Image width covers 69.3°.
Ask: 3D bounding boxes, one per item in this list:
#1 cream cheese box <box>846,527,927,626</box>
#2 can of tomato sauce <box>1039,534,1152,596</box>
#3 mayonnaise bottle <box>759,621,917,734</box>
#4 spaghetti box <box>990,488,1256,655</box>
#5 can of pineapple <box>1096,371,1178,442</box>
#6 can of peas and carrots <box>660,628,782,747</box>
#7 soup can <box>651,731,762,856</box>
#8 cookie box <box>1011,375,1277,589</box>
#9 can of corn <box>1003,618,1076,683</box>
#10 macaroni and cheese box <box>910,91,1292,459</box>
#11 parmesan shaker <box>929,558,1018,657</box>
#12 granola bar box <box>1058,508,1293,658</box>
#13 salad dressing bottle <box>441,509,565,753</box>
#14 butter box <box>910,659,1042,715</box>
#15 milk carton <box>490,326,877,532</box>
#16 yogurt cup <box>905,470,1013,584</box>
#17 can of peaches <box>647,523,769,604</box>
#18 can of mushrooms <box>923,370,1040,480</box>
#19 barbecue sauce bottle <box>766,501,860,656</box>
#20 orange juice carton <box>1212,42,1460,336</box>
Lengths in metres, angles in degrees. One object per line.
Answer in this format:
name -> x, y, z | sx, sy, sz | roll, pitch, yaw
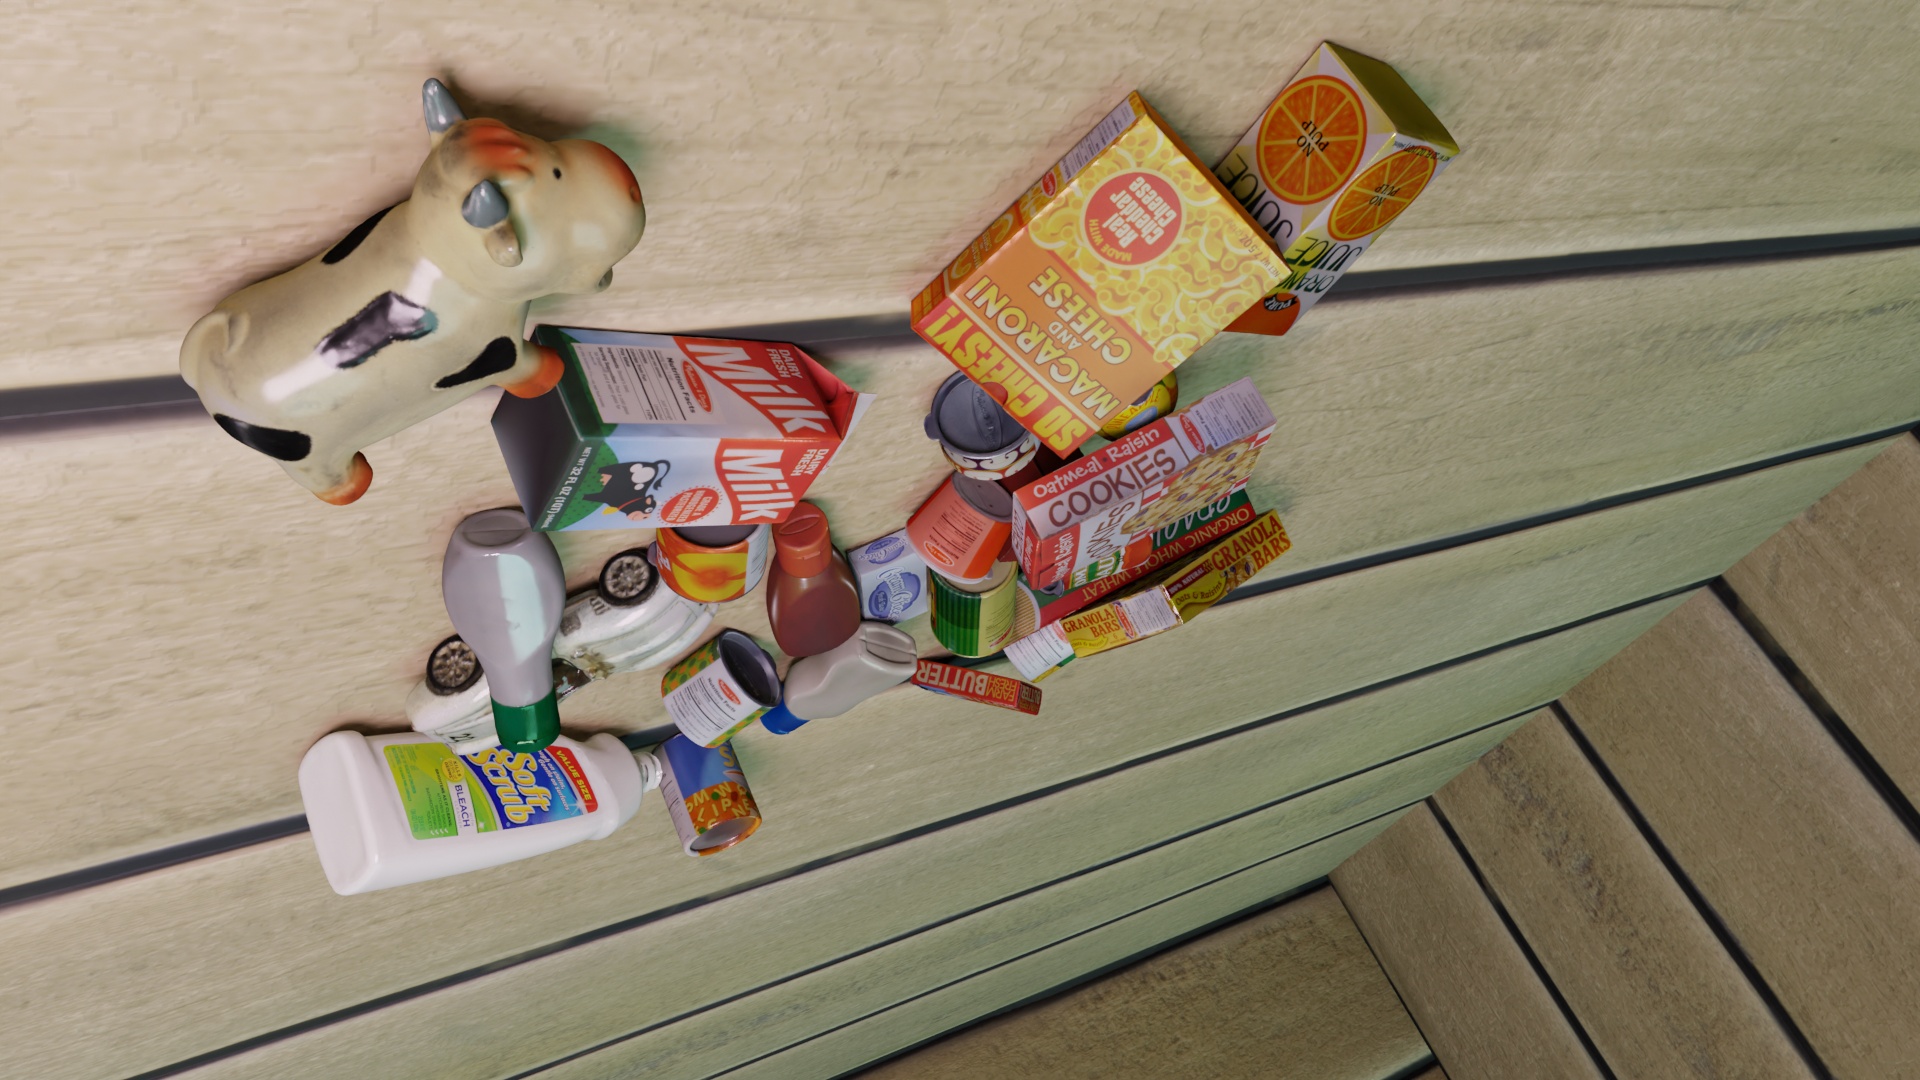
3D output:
cream cheese box -> -0.052, 0.030, 1.019 | 0.053, 0.024, 0.103 | -24, 154, -13
can of tomato sauce -> 0.095, 0.000, 1.055 | 0.083, 0.071, 0.070 | -17, 152, -23
mayonnaise bottle -> -0.100, 0.108, 1.066 | 0.065, 0.041, 0.147 | 20, 142, -37
spaghetti box -> 0.120, 0.015, 1.124 | 0.250, 0.050, 0.028 | -27, -177, -2
can of pineapple -> 0.100, -0.099, 0.880 | 0.071, 0.071, 0.058 | -35, 154, 14
can of peas and carrots -> -0.170, 0.106, 0.996 | 0.058, 0.071, 0.071 | -35, 153, 16
soup can -> -0.201, 0.200, 1.113 | 0.071, 0.084, 0.071 | -23, 153, -12
cookie box -> 0.115, -0.033, 0.904 | 0.168, 0.040, 0.122 | -26, 164, -6
can of corn -> 0.071, 0.079, 1.183 | 0.058, 0.071, 0.071 | -35, 153, 14
macaroni and cheese box -> 0.073, -0.137, 0.752 | 0.166, 0.040, 0.123 | -40, 118, 22
parmesan shaker -> 0.011, 0.035, 1.045 | 0.071, 0.071, 0.102 | -22, 153, -12
granola bar box -> 0.178, 0.036, 1.140 | 0.166, 0.039, 0.124 | -28, -178, -40
salad dressing bottle -> -0.252, 0.055, 0.783 | 0.064, 0.044, 0.146 | -4, 124, -11
butter box -> 0.014, 0.126, 1.189 | 0.103, 0.024, 0.053 | 9, 169, 27
milk carton -> -0.134, -0.056, 0.725 | 0.191, 0.073, 0.072 | -4, 145, -41
yogurt cup -> 0.003, -0.012, 0.954 | 0.072, 0.072, 0.053 | 2, 133, -46
can of peaches -> -0.148, -0.005, 0.815 | 0.071, 0.071, 0.057 | -17, 152, -22
can of mushrooms -> 0.014, -0.072, 0.851 | 0.071, 0.071, 0.033 | -27, 155, -3
barbecue sauce bottle -> -0.103, 0.027, 0.943 | 0.065, 0.044, 0.147 | -21, 153, -13
orange juice carton -> 0.184, -0.183, 0.805 | 0.072, 0.073, 0.191 | -3, 145, -44
